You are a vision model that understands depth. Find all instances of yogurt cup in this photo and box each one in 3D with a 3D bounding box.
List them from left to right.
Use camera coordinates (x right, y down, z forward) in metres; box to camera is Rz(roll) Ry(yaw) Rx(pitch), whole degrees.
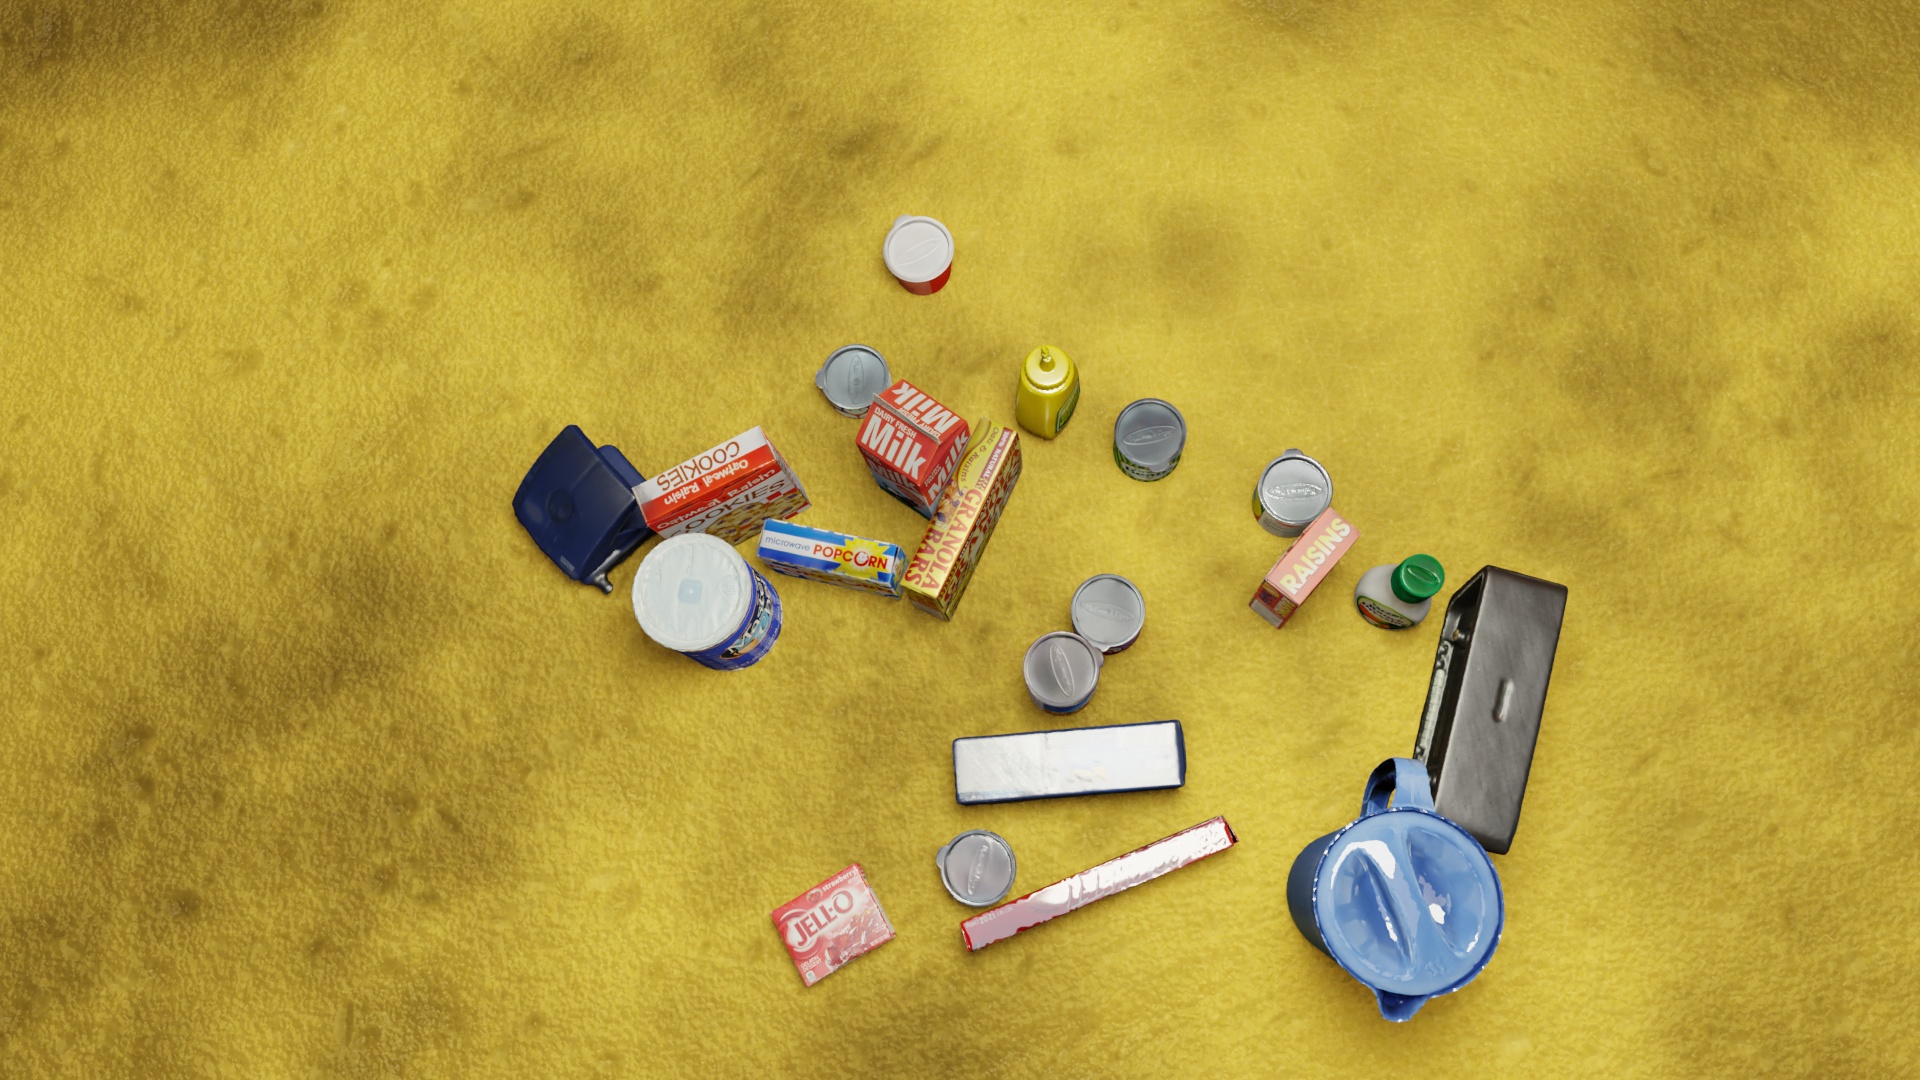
[{"bbox_3d":[-0.038,-0.274,1.354,0.072,0.054,0.072,-1,77,4],"label":"yogurt cup"}]

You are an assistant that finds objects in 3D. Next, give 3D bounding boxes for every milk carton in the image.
[{"bbox_3d":[-0.038,-0.082,1.238,0.072,0.190,0.073,35,82,11],"label":"milk carton"}]

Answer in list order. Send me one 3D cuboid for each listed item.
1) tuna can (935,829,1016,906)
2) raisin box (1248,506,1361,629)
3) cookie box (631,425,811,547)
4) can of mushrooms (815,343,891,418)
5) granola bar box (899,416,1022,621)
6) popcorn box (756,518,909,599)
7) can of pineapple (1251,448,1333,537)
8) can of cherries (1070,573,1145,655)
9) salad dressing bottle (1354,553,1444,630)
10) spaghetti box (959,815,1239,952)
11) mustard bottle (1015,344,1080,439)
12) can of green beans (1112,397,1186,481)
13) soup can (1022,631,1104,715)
[{"bbox_3d":[0.014,0.288,1.227,0.071,0.032,0.071,-1,77,4],"label":"tuna can"},{"bbox_3d":[0.301,0.026,1.221,0.040,0.123,0.086,42,83,12],"label":"raisin box"},{"bbox_3d":[-0.210,-0.037,1.253,0.123,0.167,0.040,-27,77,-2],"label":"cookie box"},{"bbox_3d":[-0.102,-0.153,1.341,0.071,0.033,0.071,-1,77,4],"label":"can of mushrooms"},{"bbox_3d":[0.004,-0.016,1.253,0.039,0.124,0.166,24,80,9],"label":"granola bar box"},{"bbox_3d":[-0.115,0.017,1.275,0.127,0.085,0.038,12,78,7],"label":"popcorn box"},{"bbox_3d":[0.303,-0.042,1.270,0.071,0.057,0.071,-1,77,4],"label":"can of pineapple"},{"bbox_3d":[0.131,0.070,1.257,0.071,0.058,0.071,-1,77,4],"label":"can of cherries"},{"bbox_3d":[0.380,0.043,1.198,0.064,0.147,0.044,30,81,10],"label":"salad dressing bottle"},{"bbox_3d":[0.120,0.298,1.208,0.250,0.050,0.029,-22,76,-1],"label":"spaghetti box"},{"bbox_3d":[0.079,-0.140,1.259,0.049,0.160,0.065,28,81,10],"label":"mustard bottle"},{"bbox_3d":[0.175,-0.092,1.292,0.071,0.057,0.071,-1,77,4],"label":"can of green beans"},{"bbox_3d":[0.093,0.119,1.235,0.071,0.083,0.071,-1,77,4],"label":"soup can"}]
